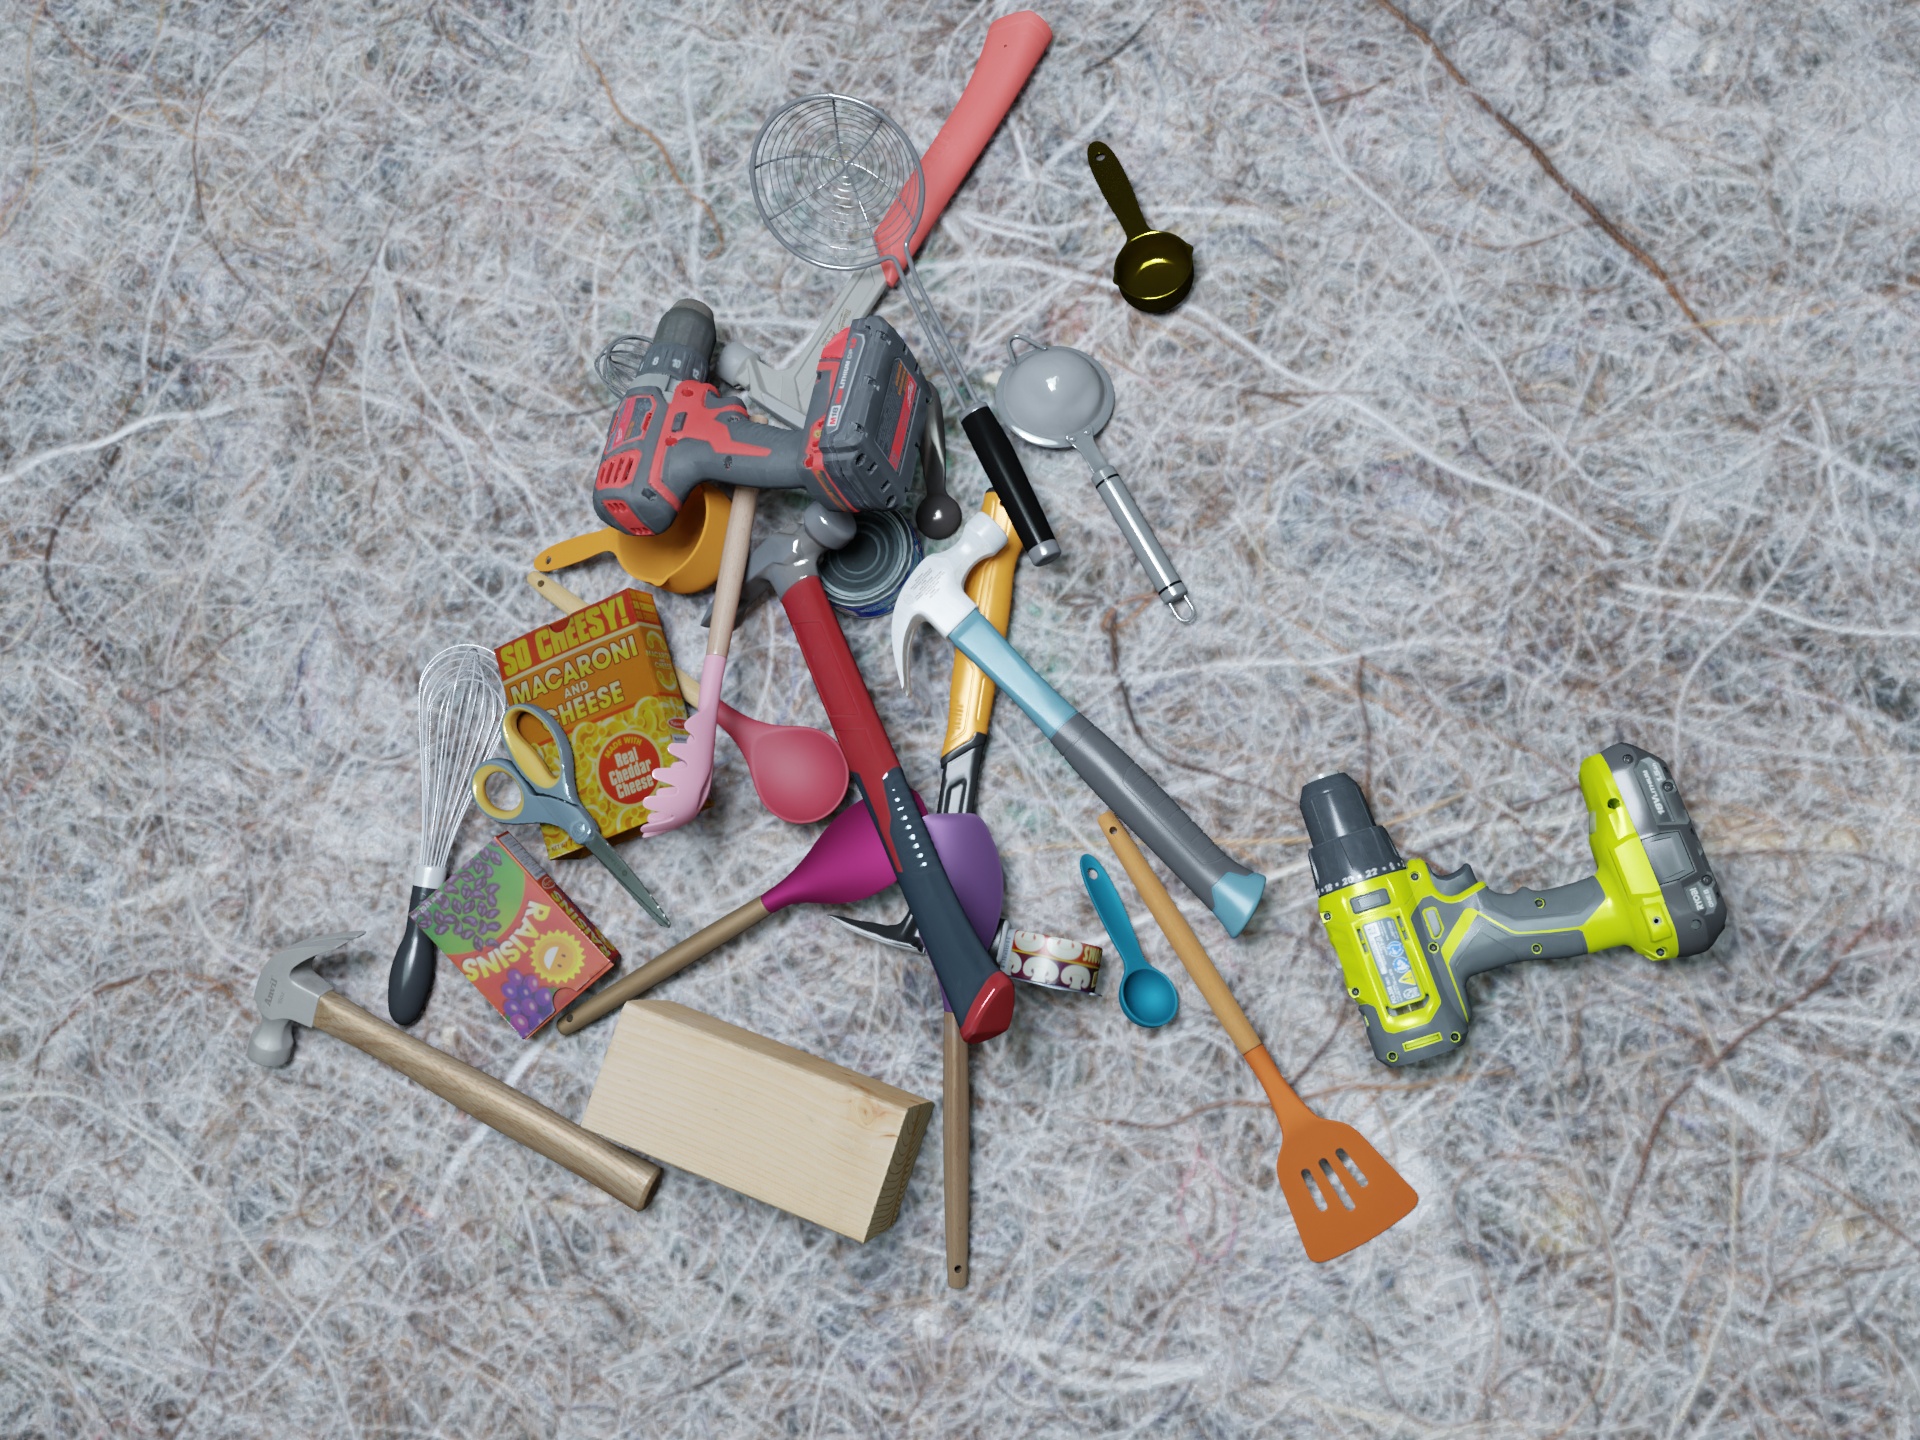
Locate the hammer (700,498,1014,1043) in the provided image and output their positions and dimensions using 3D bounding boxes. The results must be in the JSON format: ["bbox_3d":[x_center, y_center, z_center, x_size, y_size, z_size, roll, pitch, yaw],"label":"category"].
[{"bbox_3d":[-0.066,0.041,1.066,0.143,0.038,0.387,-39,62,30],"label":"hammer"}]

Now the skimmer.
[{"bbox_3d":[-0.032,-0.269,1.114,0.127,0.090,0.363,-32,76,30],"label":"skimmer"}]

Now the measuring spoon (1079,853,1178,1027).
[{"bbox_3d":[0.107,0.151,1.081,0.042,0.021,0.129,-11,64,-28],"label":"measuring spoon"}]

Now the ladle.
[{"bbox_3d":[-0.205,-0.025,1.172,0.315,0.031,0.069,35,85,17],"label":"ladle"}]

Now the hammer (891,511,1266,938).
[{"bbox_3d":[0.081,0.013,1.072,0.128,0.033,0.331,-44,77,-2],"label":"hammer"}]

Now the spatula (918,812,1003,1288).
[{"bbox_3d":[-0.001,0.220,1.065,0.059,0.018,0.316,0,89,-6],"label":"spatula"}]

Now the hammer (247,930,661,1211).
[{"bbox_3d":[-0.360,0.255,1.133,0.331,0.031,0.130,25,112,10],"label":"hammer"}]

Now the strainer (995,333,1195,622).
[{"bbox_3d":[0.101,-0.181,1.134,0.087,0.050,0.258,-27,79,-9],"label":"strainer"}]

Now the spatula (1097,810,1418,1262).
[{"bbox_3d":[0.180,0.198,1.055,0.081,0.041,0.323,-33,71,4],"label":"spatula"}]

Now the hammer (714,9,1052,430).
[{"bbox_3d":[-0.031,-0.372,1.196,0.149,0.036,0.359,32,88,15],"label":"hammer"}]

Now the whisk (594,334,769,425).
[{"bbox_3d":[-0.173,-0.225,1.196,0.239,0.055,0.055,30,87,10],"label":"whisk"}]

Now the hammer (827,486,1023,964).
[{"bbox_3d":[-0.002,-0.004,1.123,0.127,0.034,0.337,9,81,12],"label":"hammer"}]

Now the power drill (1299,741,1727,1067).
[{"bbox_3d":[0.341,0.098,1.013,0.228,0.080,0.191,-20,77,10],"label":"power drill"}]

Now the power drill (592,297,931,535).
[{"bbox_3d":[-0.140,-0.221,1.103,0.227,0.080,0.188,-1,63,24],"label":"power drill"}]

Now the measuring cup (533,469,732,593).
[{"bbox_3d":[-0.241,-0.130,1.191,0.173,0.052,0.095,-11,72,30],"label":"measuring cup"}]

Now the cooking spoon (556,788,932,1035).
[{"bbox_3d":[-0.156,0.141,1.113,0.319,0.017,0.069,-32,60,13],"label":"cooking spoon"}]

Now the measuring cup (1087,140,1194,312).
[{"bbox_3d":[0.127,-0.365,1.174,0.062,0.029,0.157,-22,64,7],"label":"measuring cup"}]

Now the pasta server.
[{"bbox_3d":[-0.174,-0.071,1.110,0.040,0.060,0.316,10,74,-5],"label":"pasta server"}]

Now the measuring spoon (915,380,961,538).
[{"bbox_3d":[-0.022,-0.194,1.170,0.034,0.018,0.124,-8,77,10],"label":"measuring spoon"}]

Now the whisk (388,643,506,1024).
[{"bbox_3d":[-0.387,0.083,1.176,0.070,0.070,0.284,9,86,13],"label":"whisk"}]
